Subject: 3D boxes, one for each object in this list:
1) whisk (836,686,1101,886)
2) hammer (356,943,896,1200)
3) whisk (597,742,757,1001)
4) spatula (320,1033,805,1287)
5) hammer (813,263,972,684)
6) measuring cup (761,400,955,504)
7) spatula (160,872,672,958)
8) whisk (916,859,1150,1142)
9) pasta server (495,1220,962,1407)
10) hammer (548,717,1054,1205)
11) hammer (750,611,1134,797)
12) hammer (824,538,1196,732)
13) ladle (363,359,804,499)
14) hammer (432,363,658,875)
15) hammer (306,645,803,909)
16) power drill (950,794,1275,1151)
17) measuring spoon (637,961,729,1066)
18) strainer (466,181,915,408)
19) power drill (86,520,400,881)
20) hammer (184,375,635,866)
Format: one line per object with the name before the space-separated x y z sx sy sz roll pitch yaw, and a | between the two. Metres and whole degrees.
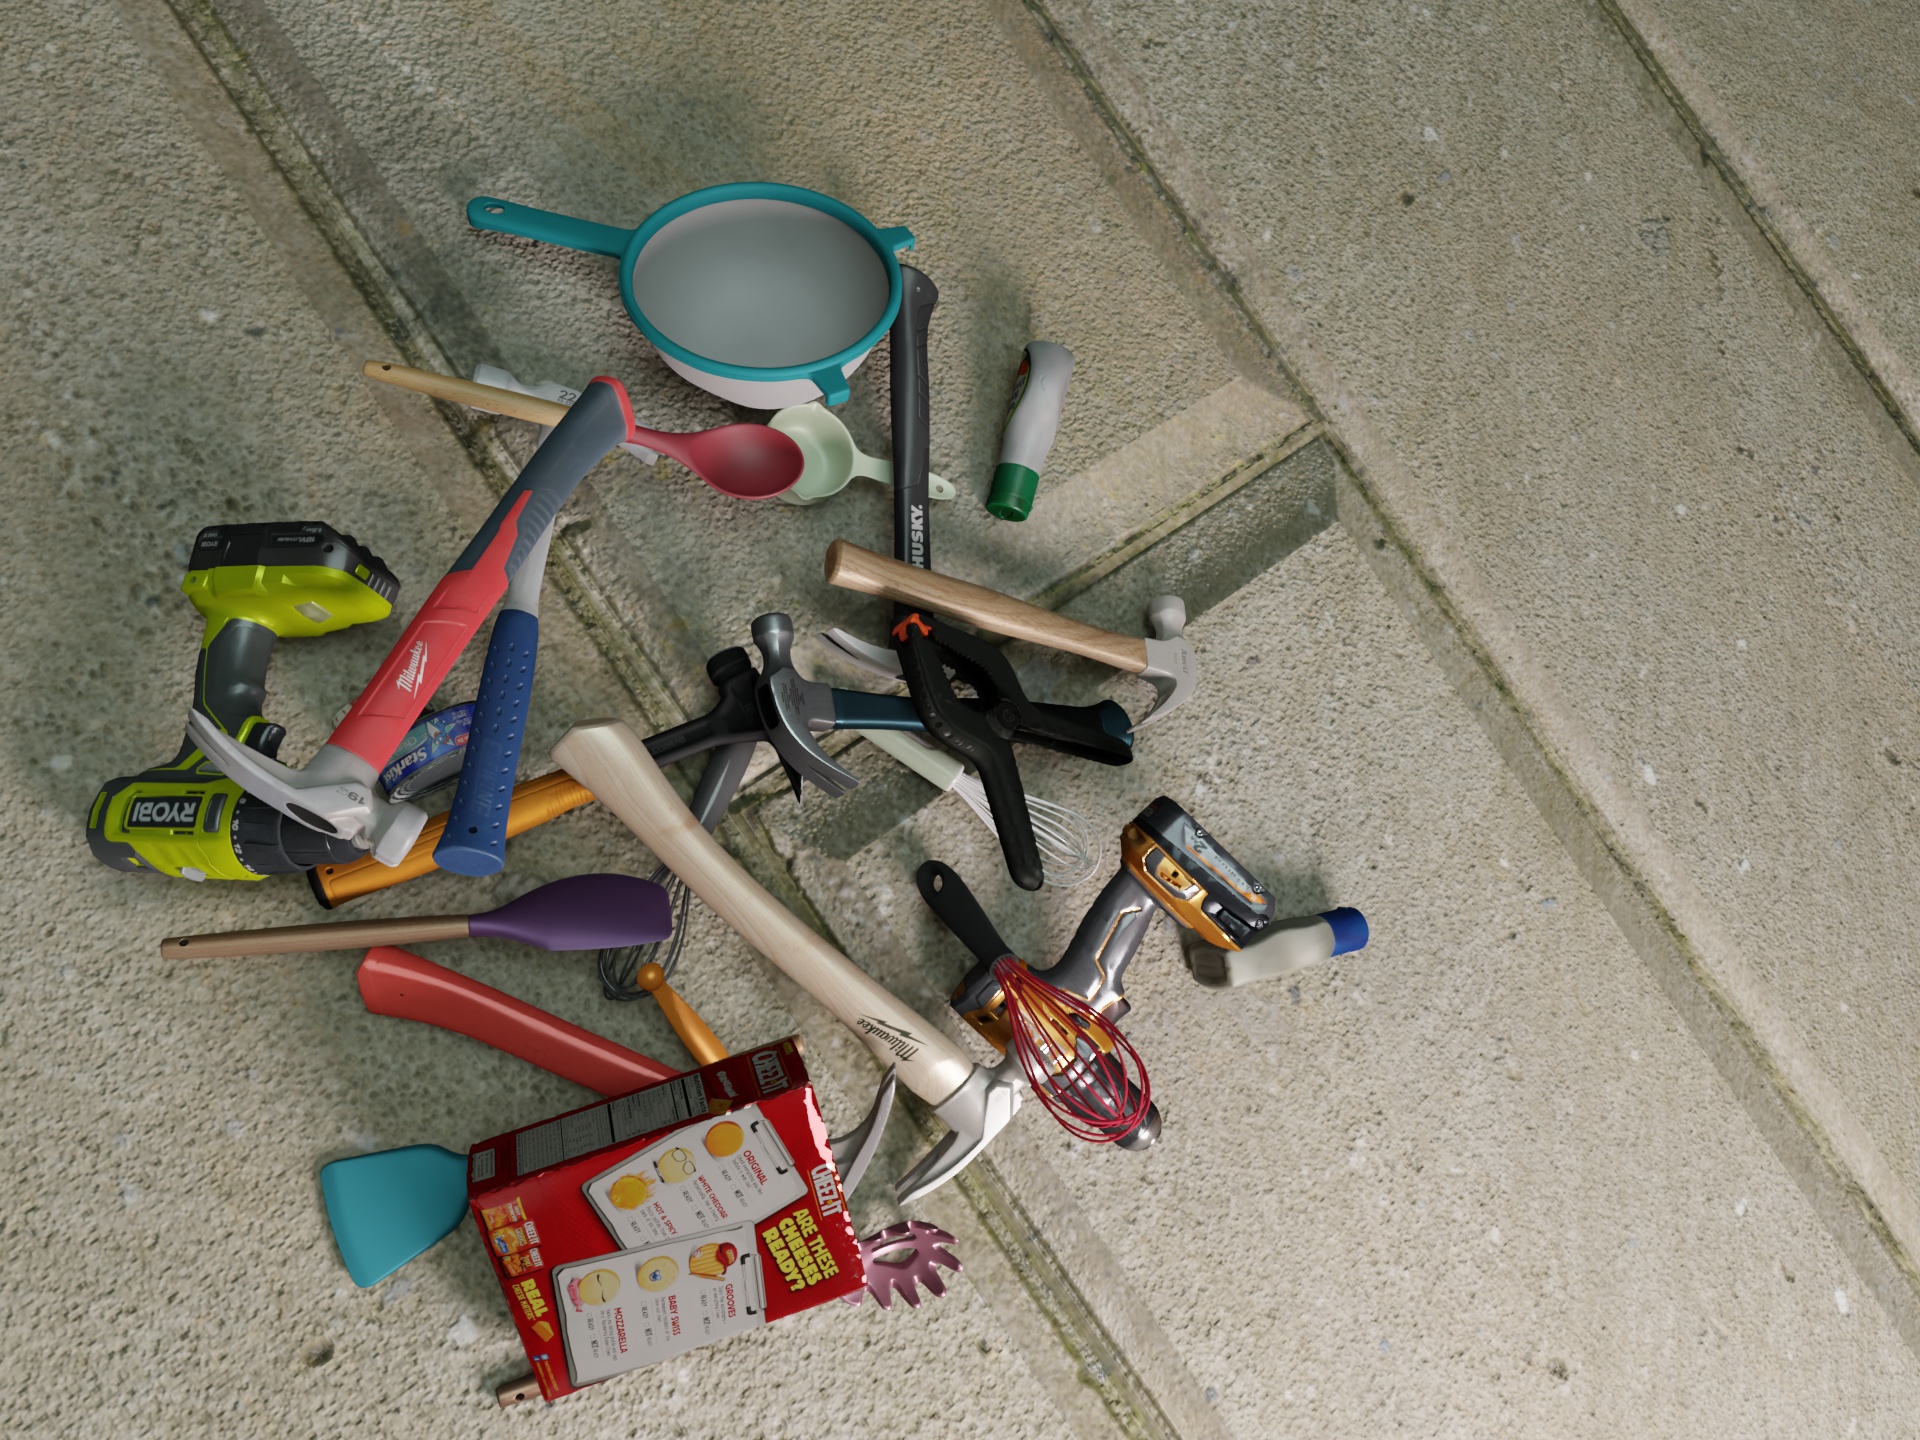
whisk | 0.002 0.048 1.221 0.246 0.058 0.059 34 95 -4
hammer | -0.227 0.228 1.065 0.359 0.037 0.149 26 100 -7
whisk | -0.195 0.092 1.135 0.055 0.055 0.239 27 64 -11
spatula | -0.251 0.269 1.032 0.317 0.044 0.082 -22 80 0
hammer | -0.043 -0.195 1.245 0.146 0.035 0.335 3 81 -31
measuring cup | -0.084 -0.197 1.265 0.167 0.038 0.083 12 73 -27
spatula | -0.349 0.134 1.042 0.315 0.018 0.060 -3 53 -18
whisk | 0.038 0.183 1.099 0.073 0.296 0.073 -15 125 -22
pasta server | -0.151 0.402 1.069 0.316 0.040 0.060 -13 107 -21
hammer | -0.126 0.157 1.093 0.410 0.038 0.146 44 91 -11
hammer | -0.002 -0.004 1.194 0.330 0.033 0.128 4 67 -35
hammer | 0.047 -0.076 1.230 0.331 0.031 0.130 15 55 -27
ladle | -0.269 -0.216 1.156 0.315 0.031 0.069 12 60 -17
hammer | -0.295 -0.079 1.091 0.144 0.035 0.406 13 54 -18
hammer | -0.277 0.057 1.101 0.337 0.034 0.127 -22 65 -19
power drill | 0.131 0.192 1.179 0.185 0.084 0.226 44 90 -3
measuring spoon | -0.186 0.210 1.094 0.021 0.011 0.116 -44 122 -24
strainer | -0.214 -0.327 1.230 0.340 0.095 0.211 15 57 4
power drill | -0.439 -0.008 1.016 0.190 0.080 0.229 0 68 18
hammer | -0.325 -0.098 1.022 0.143 0.038 0.387 33 54 -14
